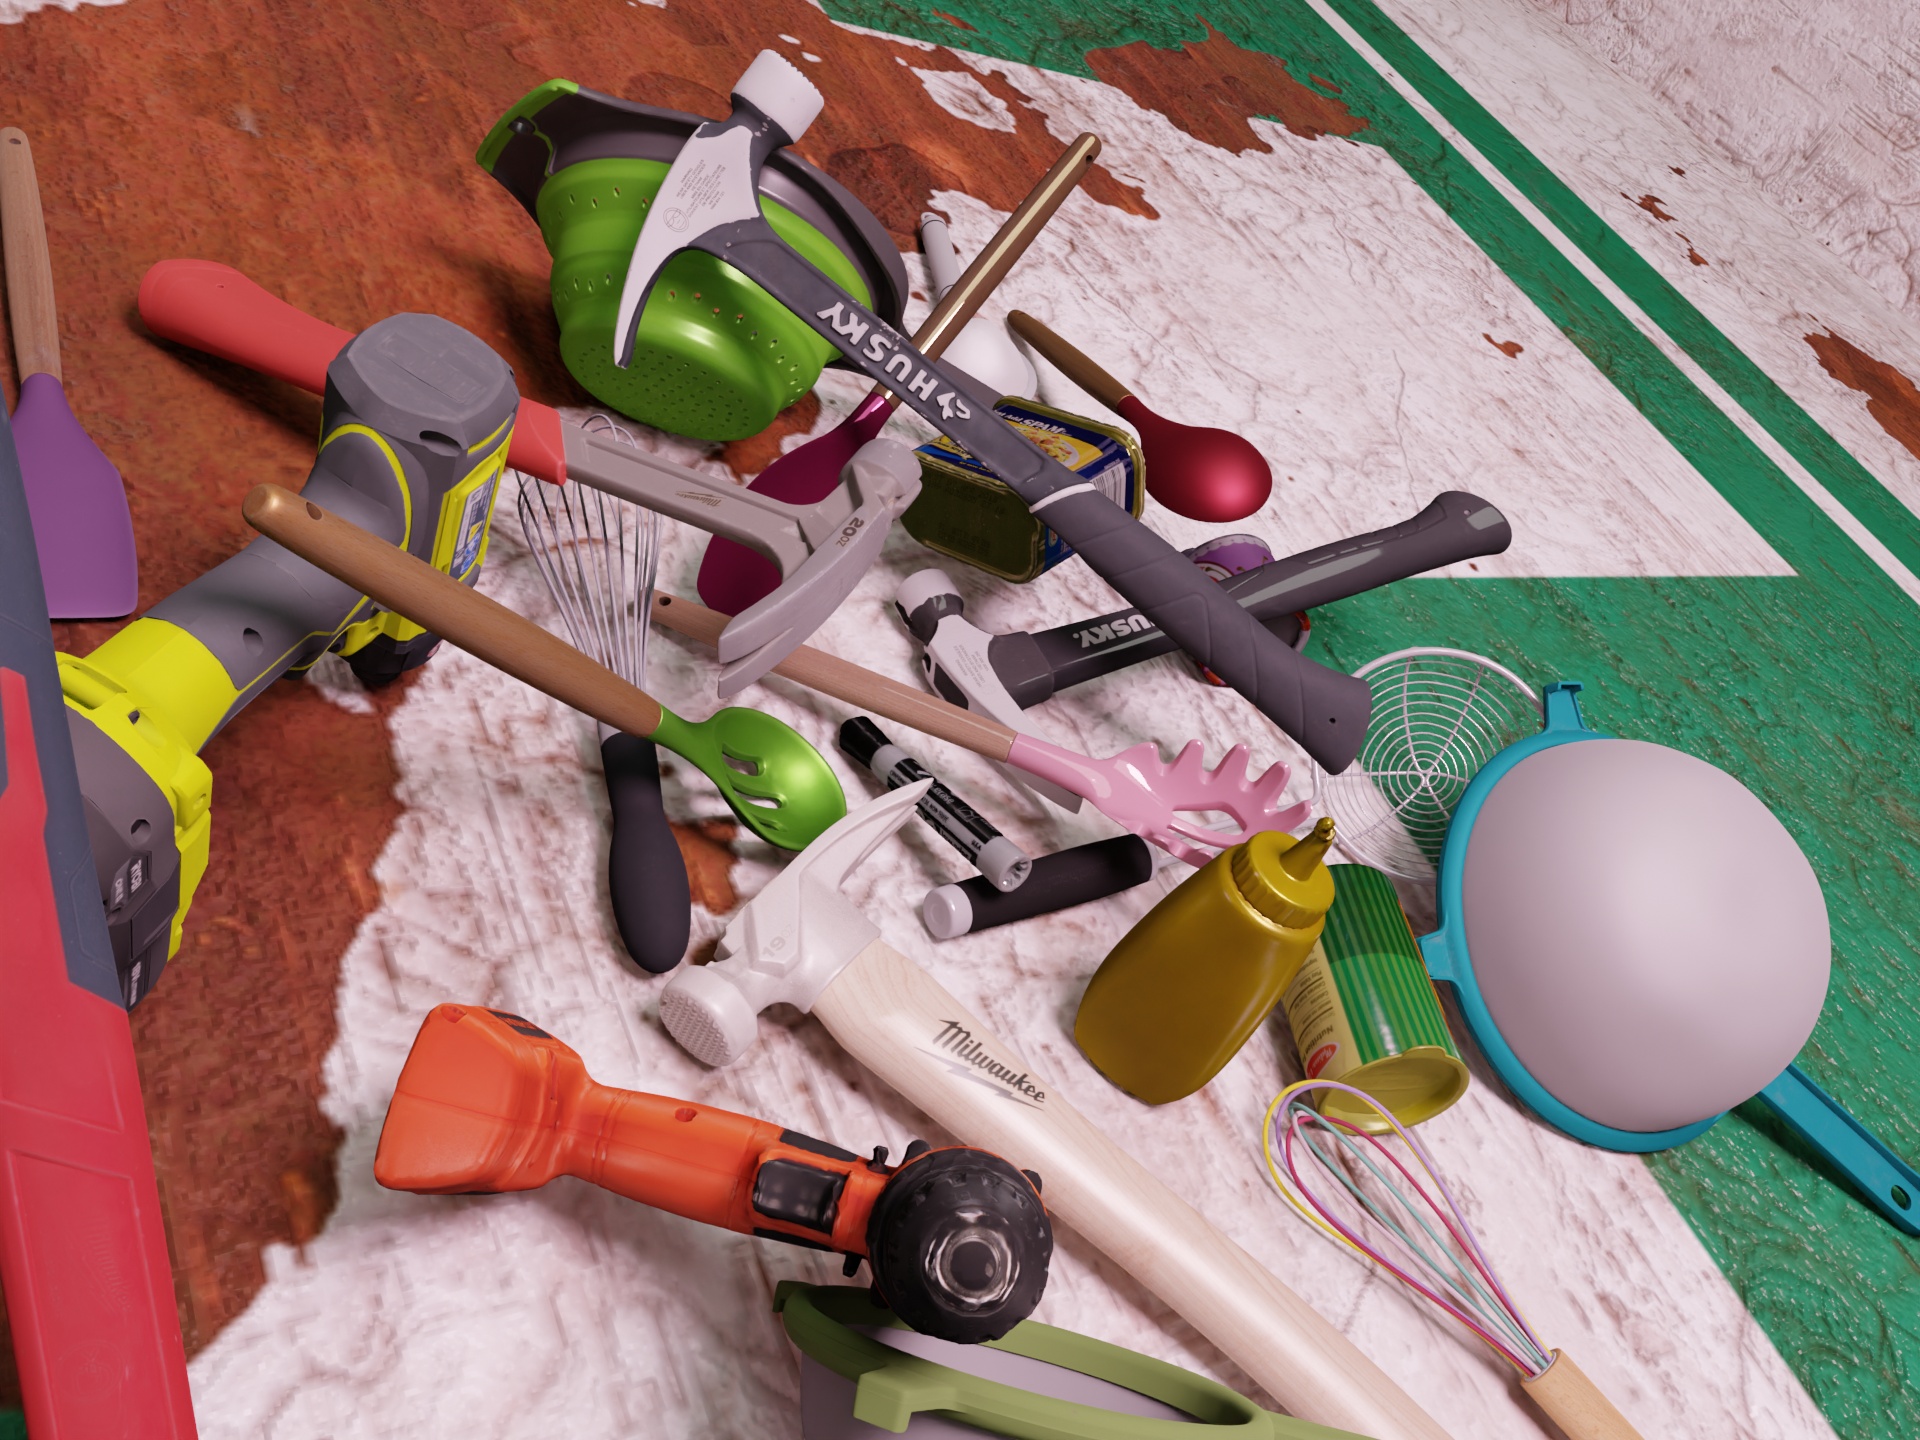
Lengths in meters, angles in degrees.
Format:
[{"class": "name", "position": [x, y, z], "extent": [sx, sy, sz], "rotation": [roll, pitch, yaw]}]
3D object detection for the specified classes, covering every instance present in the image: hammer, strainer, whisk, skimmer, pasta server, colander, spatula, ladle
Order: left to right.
[{"class": "spatula", "position": [-0.396, -0.159, 0.678], "extent": [0.059, 0.018, 0.316], "rotation": [-2, 51, -33]}, {"class": "hammer", "position": [-0.210, 0.061, 0.392], "extent": [0.143, 0.038, 0.386], "rotation": [-10, 89, -36]}, {"class": "hammer", "position": [-0.204, -0.121, 0.666], "extent": [0.359, 0.036, 0.149], "rotation": [22, 45, 15]}, {"class": "whisk", "position": [-0.144, -0.022, 0.670], "extent": [0.070, 0.070, 0.285], "rotation": [4, 52, -29]}, {"class": "colander", "position": [-0.073, -0.176, 0.841], "extent": [0.396, 0.204, 0.094], "rotation": [25, 72, -33]}, {"class": "strainer", "position": [-0.004, -0.269, 1.028], "extent": [0.087, 0.050, 0.259], "rotation": [1, 43, -13]}, {"class": "pasta server", "position": [-0.001, -0.002, 0.708], "extent": [0.316, 0.040, 0.060], "rotation": [22, 57, 7]}, {"class": "hammer", "position": [0.027, -0.110, 0.723], "extent": [0.409, 0.149, 0.036], "rotation": [38, 5, -8]}, {"class": "ladle", "position": [0.091, -0.196, 0.953], "extent": [0.069, 0.031, 0.316], "rotation": [-18, 35, -12]}, {"class": "strainer", "position": [0.062, 0.237, 0.484], "extent": [0.256, 0.151, 0.069], "rotation": [18, 77, -12]}, {"class": "hammer", "position": [0.085, 0.192, 0.593], "extent": [0.411, 0.038, 0.146], "rotation": [40, 51, 8]}, {"class": "hammer", "position": [0.146, -0.057, 0.819], "extent": [0.334, 0.035, 0.146], "rotation": [-18, 55, -20]}, {"class": "skimmer", "position": [0.147, 0.043, 0.756], "extent": [0.363, 0.090, 0.127], "rotation": [-11, 74, -38]}, {"class": "whisk", "position": [0.213, 0.244, 0.638], "extent": [0.047, 0.051, 0.245], "rotation": [-37, 77, -27]}, {"class": "strainer", "position": [0.388, 0.138, 0.767], "extent": [0.340, 0.095, 0.211], "rotation": [41, 62, -6]}]

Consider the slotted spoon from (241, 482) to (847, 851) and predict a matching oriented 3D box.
[{"class": "slotted spoon", "position": [-0.128, -0.011, 0.567], "extent": [0.313, 0.031, 0.070], "rotation": [38, 27, -59]}]

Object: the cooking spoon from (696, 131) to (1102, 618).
[{"class": "cooking spoon", "position": [-0.024, -0.174, 0.780], "extent": [0.017, 0.068, 0.319], "rotation": [25, 72, 39]}]

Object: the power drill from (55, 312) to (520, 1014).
[{"class": "power drill", "position": [-0.236, -0.015, 0.528], "extent": [0.080, 0.171, 0.223], "rotation": [32, 48, -2]}]
